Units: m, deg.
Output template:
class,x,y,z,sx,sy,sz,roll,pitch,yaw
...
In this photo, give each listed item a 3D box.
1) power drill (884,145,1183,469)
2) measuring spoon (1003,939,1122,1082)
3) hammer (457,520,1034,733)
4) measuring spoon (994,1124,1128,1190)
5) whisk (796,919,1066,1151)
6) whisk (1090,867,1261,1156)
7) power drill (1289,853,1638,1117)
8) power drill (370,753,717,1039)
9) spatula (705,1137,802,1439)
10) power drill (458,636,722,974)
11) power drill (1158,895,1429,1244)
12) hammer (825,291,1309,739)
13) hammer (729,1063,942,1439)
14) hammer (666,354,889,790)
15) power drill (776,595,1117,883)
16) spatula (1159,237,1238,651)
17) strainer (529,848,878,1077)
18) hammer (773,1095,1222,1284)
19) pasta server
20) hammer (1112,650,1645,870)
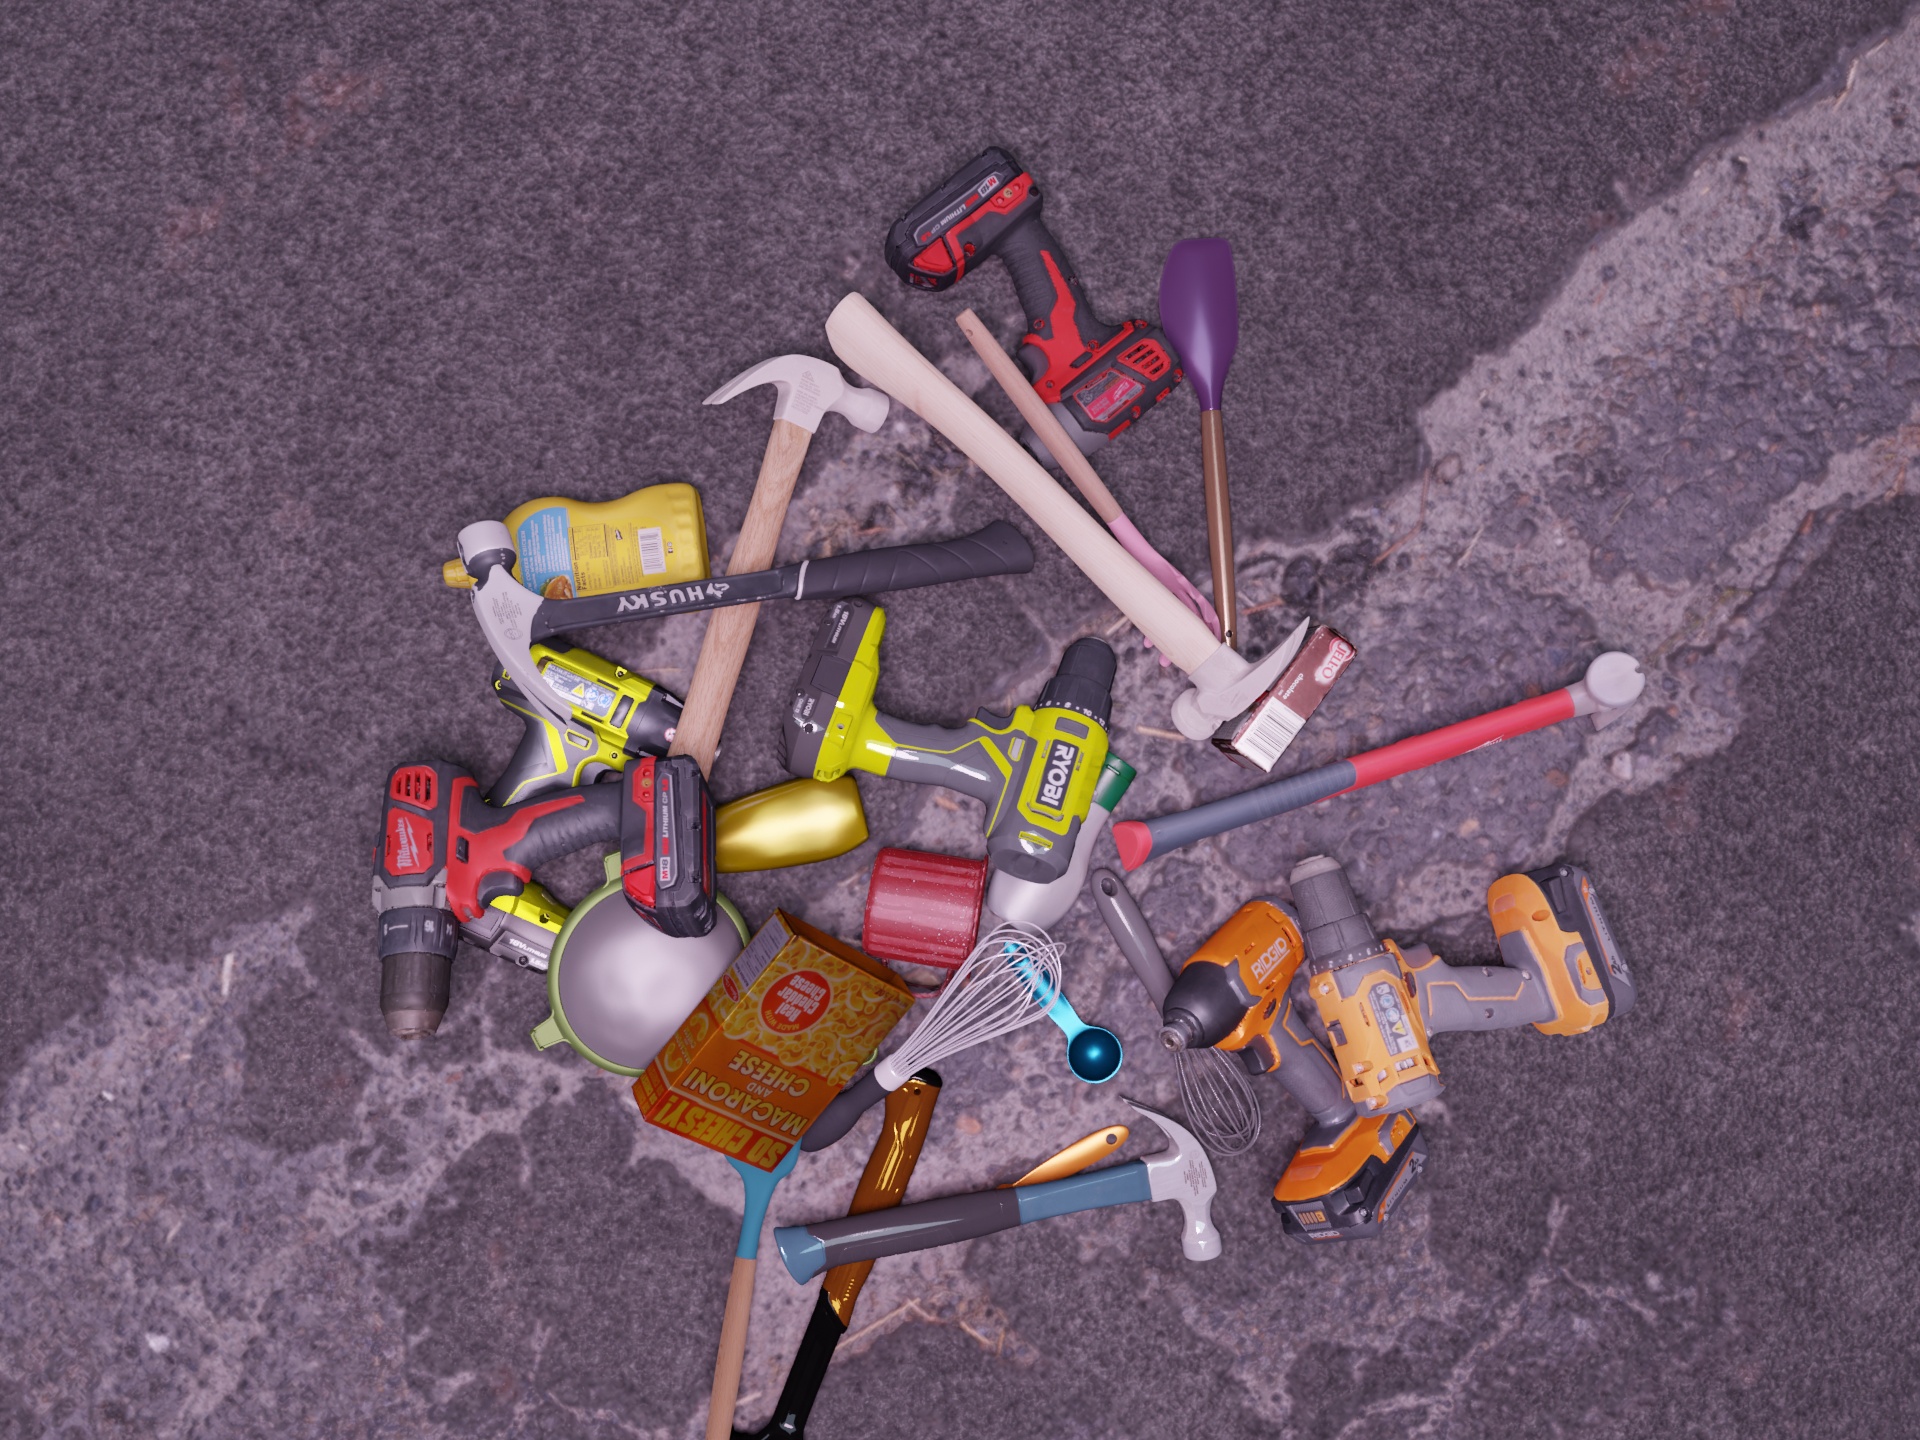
class,x,y,z,sx,sy,sz,roll,pitch,yaw
power drill,0.047,-0.296,1.179,0.143,0.078,0.219,-39,94,-1
measuring spoon,0.075,0.219,1.212,0.042,0.021,0.129,-38,82,0
hammer,-0.126,-0.091,1.104,0.409,0.036,0.149,-11,66,-28
measuring spoon,0.077,0.340,1.211,0.117,0.011,0.021,-29,91,-1
whisk,-0.027,0.236,1.142,0.070,0.070,0.284,47,117,-1
whisk,0.158,0.219,1.199,0.055,0.055,0.239,-28,87,-1
power drill,0.354,0.167,1.154,0.226,0.084,0.185,-14,75,-18
power drill,-0.282,0.113,1.067,0.226,0.080,0.188,-4,67,0
spatula,-0.168,0.424,1.175,0.082,0.044,0.317,5,80,13
power drill,-0.292,0.064,1.169,0.171,0.080,0.223,25,87,-6
power drill,0.232,0.260,1.148,0.164,0.084,0.226,-32,93,-44
hammer,0.065,-0.161,1.135,0.410,0.146,0.038,44,56,2
hammer,-0.079,0.423,1.196,0.127,0.034,0.337,21,90,-1
hammer,-0.157,-0.107,1.153,0.130,0.031,0.331,20,85,-32
power drill,-0.002,-0.004,1.161,0.228,0.080,0.191,19,64,0
spatula,0.190,-0.209,1.209,0.060,0.018,0.316,-5,89,2
strainer,-0.167,0.205,1.142,0.256,0.069,0.151,24,84,-19
hammer,0.029,0.363,1.176,0.331,0.033,0.128,-8,91,-11
pasta server,0.094,-0.165,1.158,0.316,0.060,0.040,51,46,-18
hammer,0.303,0.038,1.186,0.386,0.143,0.038,-19,77,10
